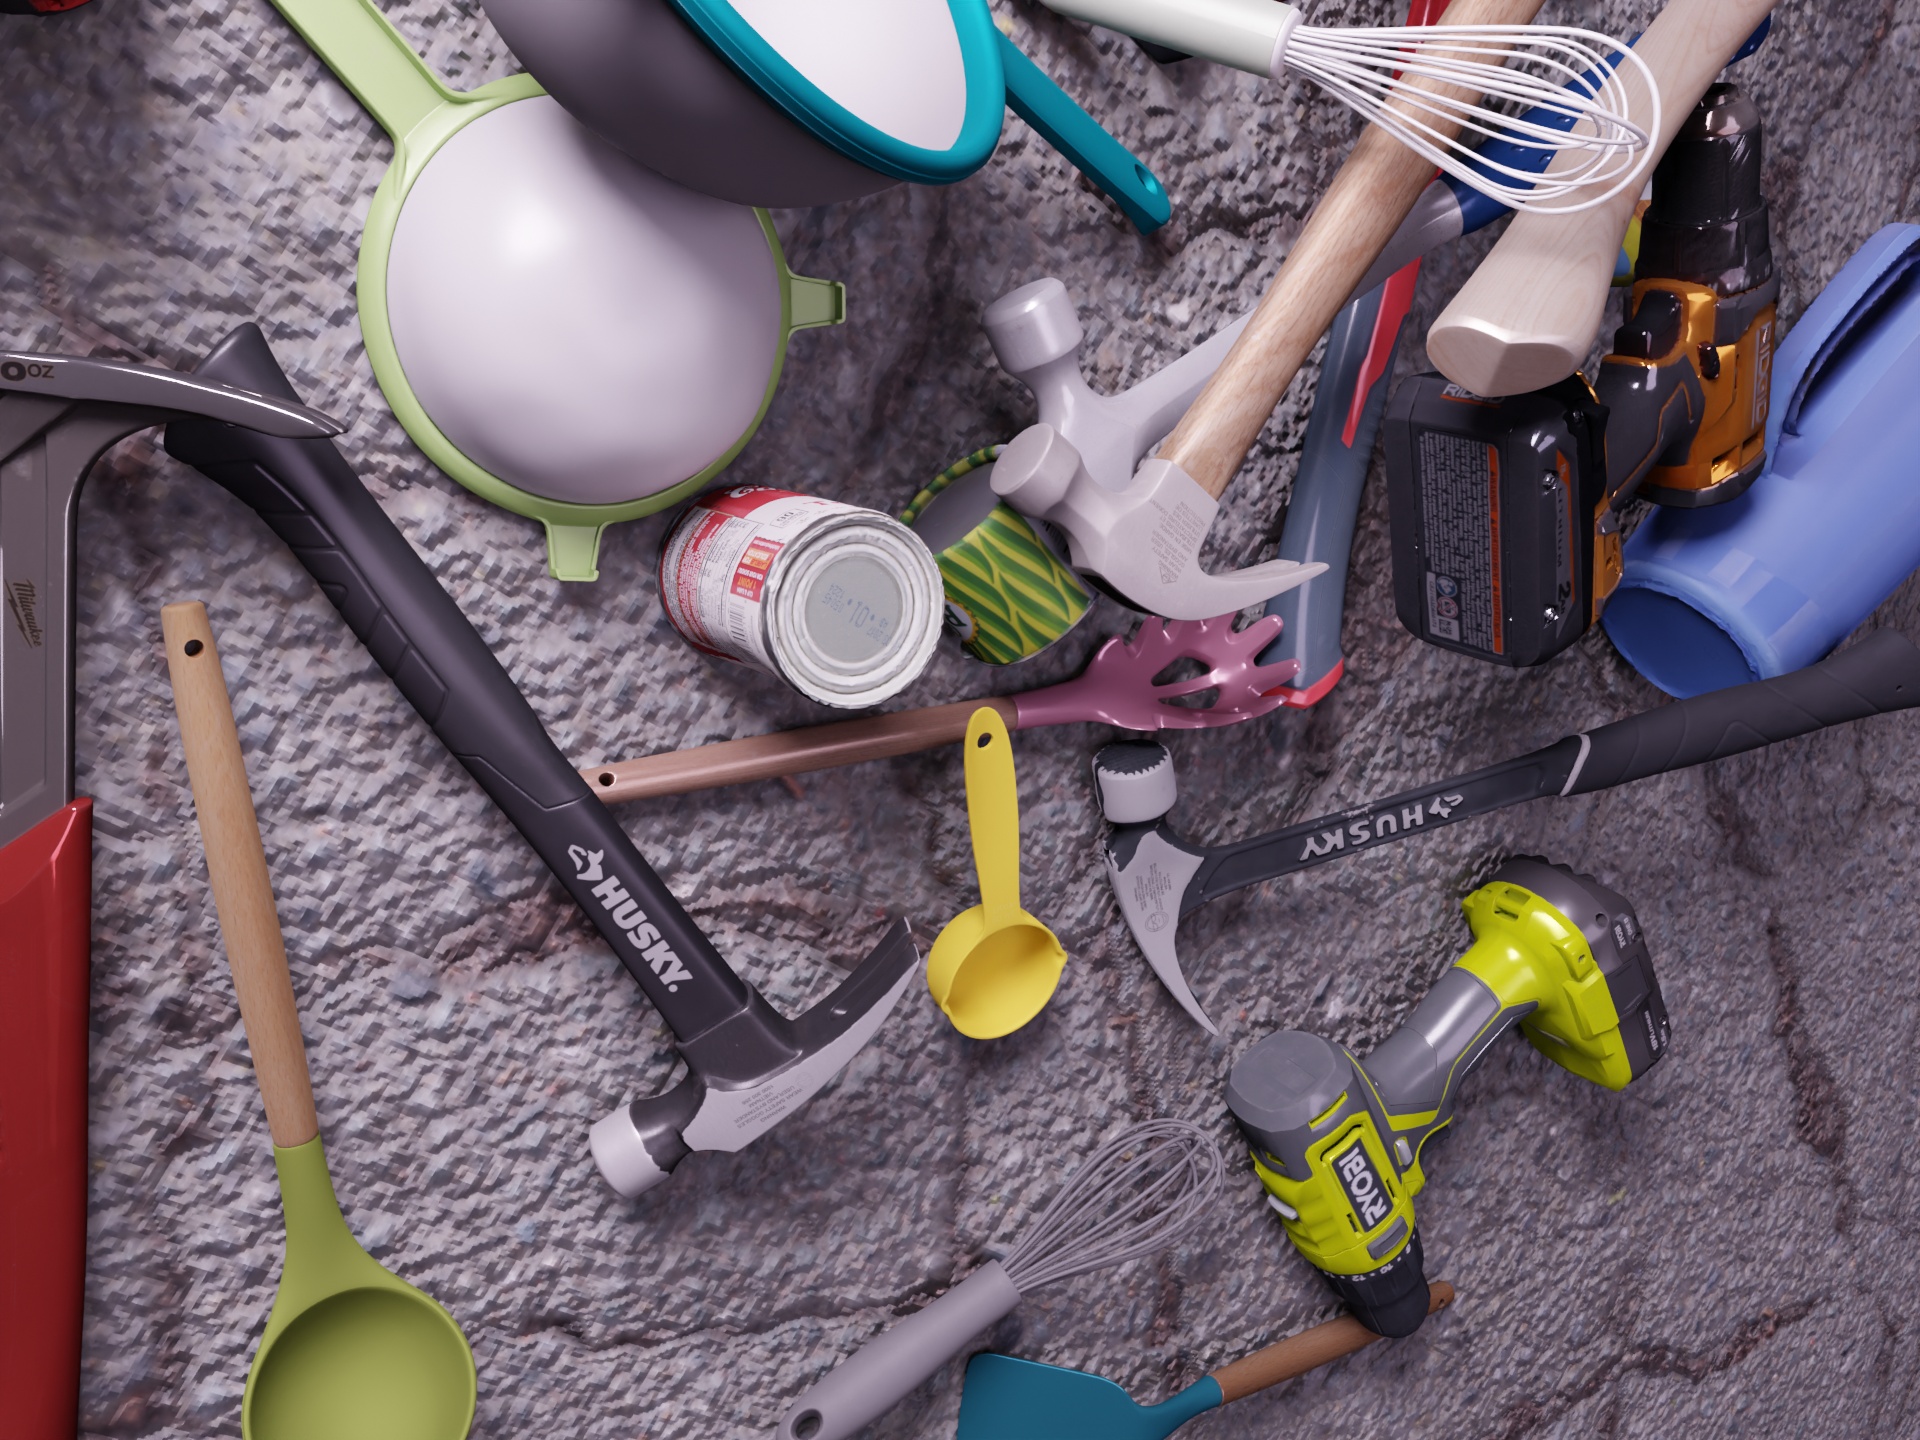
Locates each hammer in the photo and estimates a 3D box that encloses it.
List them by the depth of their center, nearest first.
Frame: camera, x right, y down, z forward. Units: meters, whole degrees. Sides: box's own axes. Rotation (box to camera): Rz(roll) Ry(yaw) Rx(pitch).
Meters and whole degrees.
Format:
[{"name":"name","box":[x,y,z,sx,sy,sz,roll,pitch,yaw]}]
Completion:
[{"name":"hammer","box":[-0.274,0.072,0.483,0.149,0.037,0.359,5,103,-13]},{"name":"hammer","box":[-0.145,0.015,0.547,0.146,0.035,0.334,-31,114,1]},{"name":"hammer","box":[0.148,-0.182,0.605,0.130,0.031,0.331,37,83,-28]},{"name":"hammer","box":[0.286,-0.277,0.642,0.411,0.146,0.038,-51,161,-24]},{"name":"hammer","box":[0.197,-0.203,0.665,0.405,0.035,0.144,-36,115,-16]},{"name":"hammer","box":[0.172,-0.197,0.696,0.143,0.038,0.386,9,97,-31]},{"name":"hammer","box":[0.265,0.031,0.739,0.409,0.036,0.149,-15,115,-7]}]

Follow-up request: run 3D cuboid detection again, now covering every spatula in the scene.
[{"name":"spatula","box":[0.141,0.329,0.818,0.317,0.044,0.082,-4,104,-35]}]

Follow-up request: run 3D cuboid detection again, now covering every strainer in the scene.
[{"name":"strainer","box":[-0.144,-0.171,0.496,0.151,0.069,0.256,-48,122,-12]},{"name":"strainer","box":[-0.048,-0.223,0.527,0.340,0.095,0.211,17,54,-52]}]

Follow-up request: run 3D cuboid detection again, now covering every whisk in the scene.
[{"name":"whisk","box":[0.123,-0.238,0.563,0.058,0.246,0.059,-31,142,-63]},{"name":"whisk","box":[0.021,0.256,0.715,0.239,0.055,0.055,-31,116,-16]}]

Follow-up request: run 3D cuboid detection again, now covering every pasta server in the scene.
[{"name":"pasta server","box":[-0.001,-0.002,0.642,0.316,0.040,0.060,-10,70,-26]}]

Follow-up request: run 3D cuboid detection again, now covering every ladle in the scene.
[{"name":"ladle","box":[-0.223,0.119,0.530,0.078,0.062,0.320,-16,107,-35]}]

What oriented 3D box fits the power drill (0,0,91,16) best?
[{"name":"power drill","box":[-0.294,-0.168,0.366,0.219,0.143,0.078,-37,115,-16]}]

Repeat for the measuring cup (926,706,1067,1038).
[{"name":"measuring cup","box":[0.009,0.061,0.655,0.062,0.029,0.156,-18,120,-24]}]

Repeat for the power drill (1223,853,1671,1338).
[{"name":"power drill","box":[0.255,0.196,0.821,0.228,0.080,0.190,-36,117,-15]}]

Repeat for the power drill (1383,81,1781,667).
[{"name":"power drill","box":[0.274,-0.147,0.672,0.226,0.084,0.185,-35,128,-29]}]
